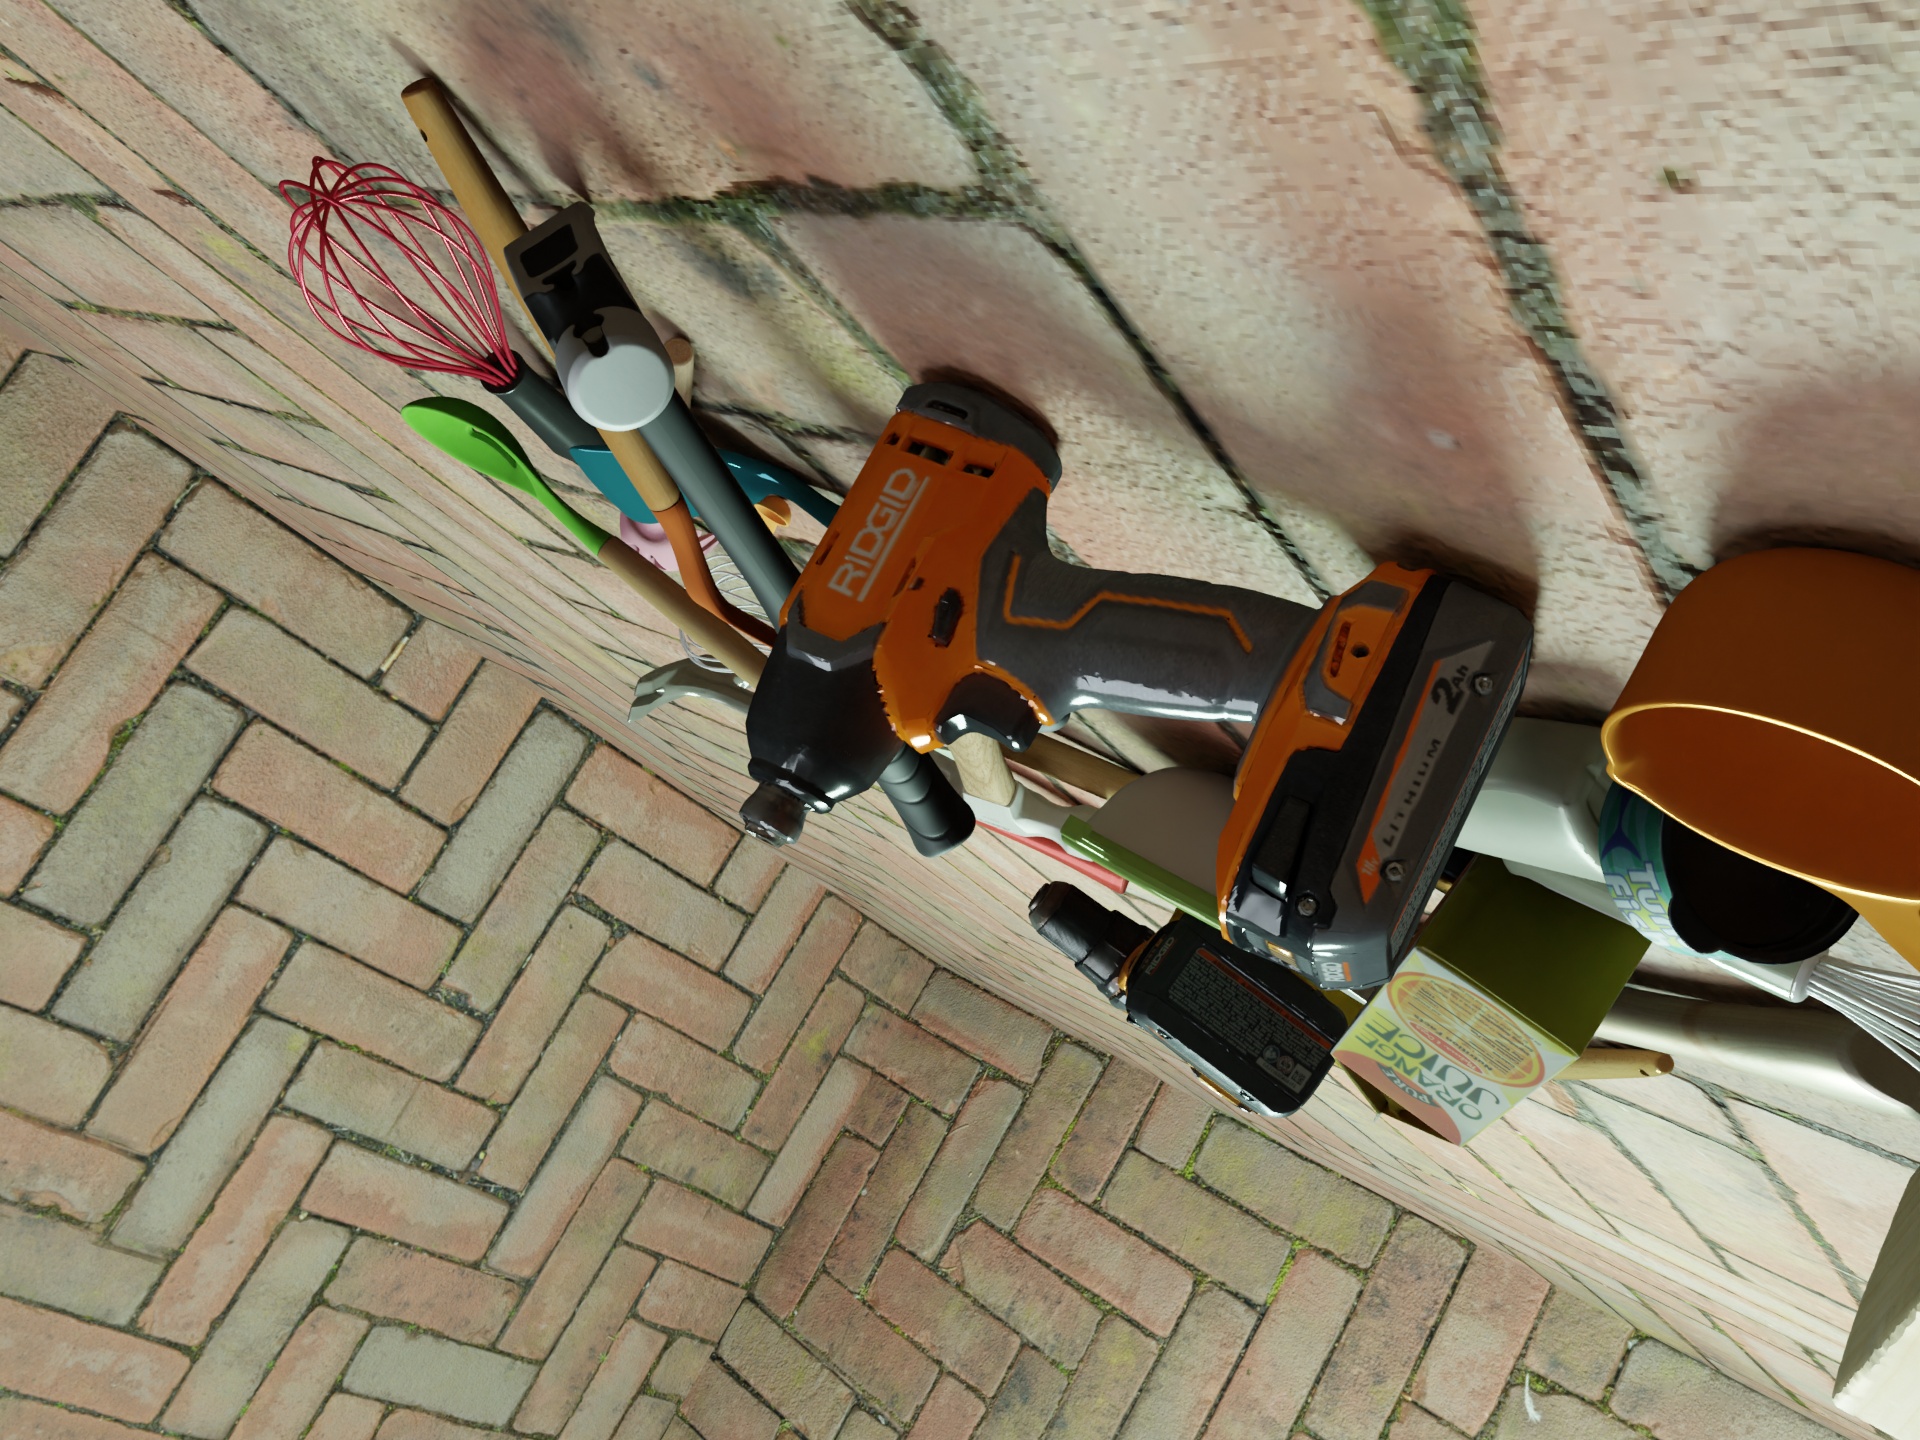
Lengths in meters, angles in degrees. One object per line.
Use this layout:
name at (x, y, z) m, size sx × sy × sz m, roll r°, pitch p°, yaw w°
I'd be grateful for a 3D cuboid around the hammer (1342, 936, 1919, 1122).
hammer at (0.296, 0.140, 0.785) m, size 0.146 × 0.038 × 0.411 m, roll 33°, pitch 168°, yaw -19°

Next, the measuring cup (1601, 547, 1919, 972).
measuring cup at (0.232, 0.020, 0.389) m, size 0.173 × 0.052 × 0.095 m, roll 35°, pitch 168°, yaw -29°

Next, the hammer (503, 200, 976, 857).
hammer at (-0.070, -0.051, 0.617) m, size 0.146 × 0.035 × 0.334 m, roll 58°, pitch 180°, yaw 44°

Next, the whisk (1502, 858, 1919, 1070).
whisk at (0.296, 0.089, 0.540) m, size 0.057 × 0.059 × 0.247 m, roll -8°, pitch -154°, yaw -44°

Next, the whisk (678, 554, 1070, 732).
whisk at (-0.058, -0.039, 0.893) m, size 0.285 × 0.070 × 0.070 m, roll 17°, pitch 163°, yaw 34°

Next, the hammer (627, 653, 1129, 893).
hammer at (-0.048, 0.035, 1.100) m, size 0.359 × 0.036 × 0.149 m, roll 23°, pitch -160°, yaw 17°

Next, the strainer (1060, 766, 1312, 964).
strainer at (0.135, 0.068, 0.841) m, size 0.151 × 0.069 × 0.256 m, roll 28°, pitch -179°, yaw 6°

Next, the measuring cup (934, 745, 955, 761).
measuring cup at (-0.025, 0.001, 1.012) m, size 0.168 × 0.038 × 0.083 m, roll 15°, pitch 161°, yaw 49°

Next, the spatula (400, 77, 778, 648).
spatula at (-0.125, -0.115, 0.651) m, size 0.081 × 0.041 × 0.322 m, roll 32°, pitch 157°, yaw 44°

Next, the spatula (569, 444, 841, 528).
spatula at (-0.029, -0.065, 0.714) m, size 0.318 × 0.044 × 0.082 m, roll 26°, pitch 168°, yaw 19°

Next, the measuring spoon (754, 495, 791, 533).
measuring spoon at (-0.104, -0.105, 0.830) m, size 0.021 × 0.011 × 0.117 m, roll 33°, pitch 172°, yaw -14°

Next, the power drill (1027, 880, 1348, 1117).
power drill at (0.133, 0.165, 1.008) m, size 0.185 × 0.084 × 0.226 m, roll 37°, pitch 172°, yaw 0°

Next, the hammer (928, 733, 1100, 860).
hammer at (-0.001, -0.002, 0.780) m, size 0.130 × 0.031 × 0.331 m, roll 17°, pitch 164°, yaw 14°

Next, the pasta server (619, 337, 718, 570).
pasta server at (-0.146, -0.128, 0.797) m, size 0.060 × 0.040 × 0.316 m, roll 32°, pitch 165°, yaw -6°

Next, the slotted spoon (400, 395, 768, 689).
slotted spoon at (-0.174, -0.079, 0.874) m, size 0.314 × 0.031 × 0.070 m, roll 39°, pitch 163°, yaw -1°

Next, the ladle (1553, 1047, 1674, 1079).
ladle at (0.351, 0.210, 0.974) m, size 0.069 × 0.031 × 0.315 m, roll 38°, pitch 167°, yaw 4°

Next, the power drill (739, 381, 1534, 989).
power drill at (0.042, -0.002, 0.502) m, size 0.227 × 0.164 × 0.084 m, roll 24°, pitch 168°, yaw 23°

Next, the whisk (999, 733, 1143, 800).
whisk at (-0.003, 0.000, 0.939) m, size 0.245 × 0.051 × 0.047 m, roll 23°, pitch 161°, yaw 22°

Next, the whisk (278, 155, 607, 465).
whisk at (-0.221, -0.169, 0.738) m, size 0.073 × 0.073 × 0.295 m, roll 28°, pitch 175°, yaw 14°
